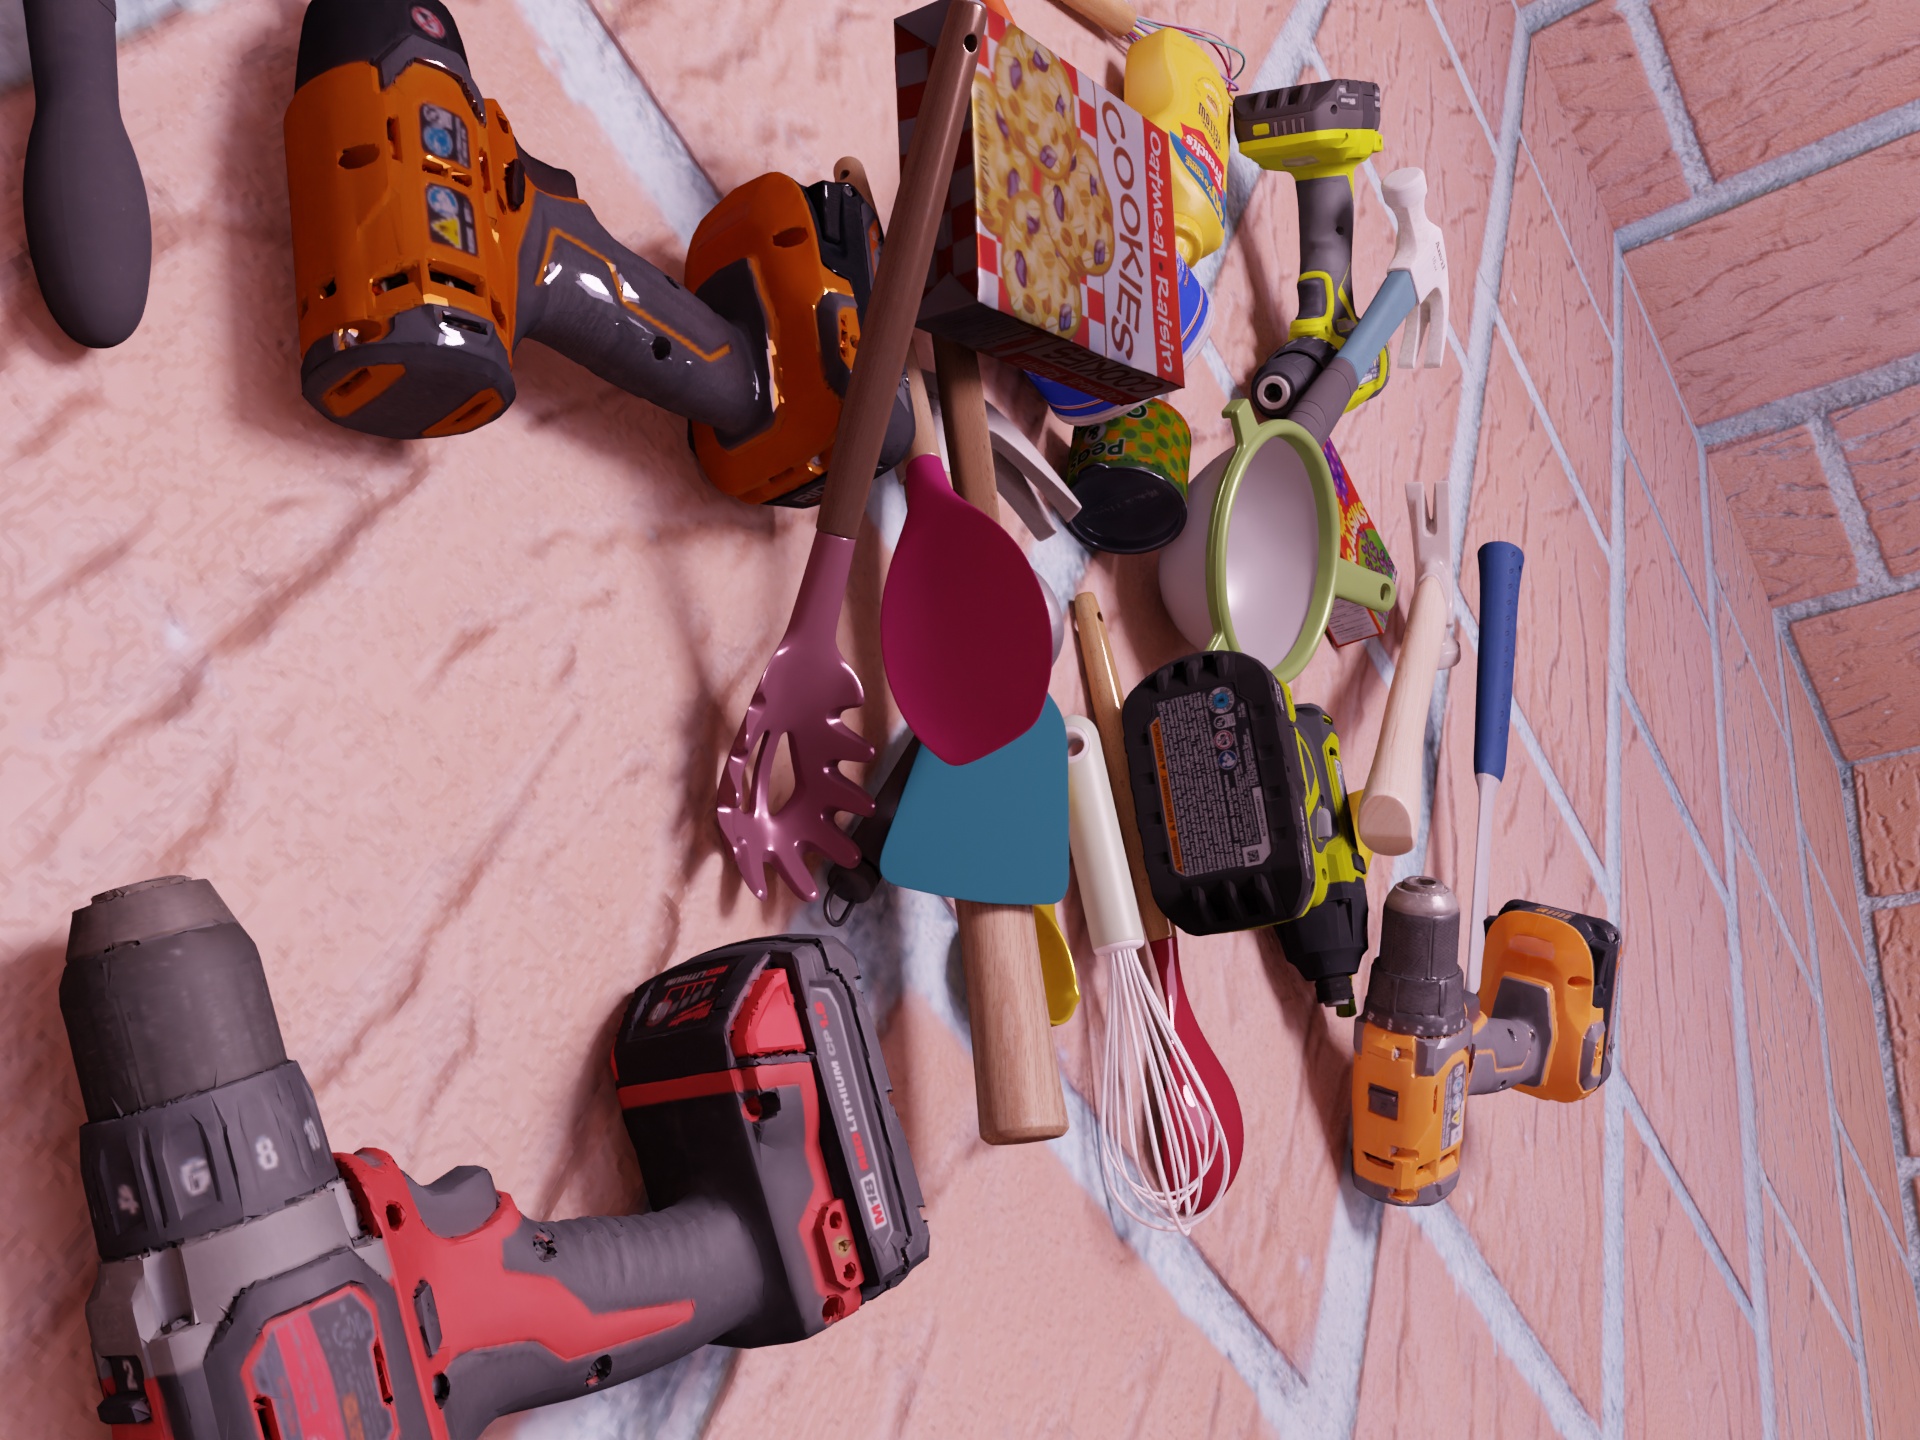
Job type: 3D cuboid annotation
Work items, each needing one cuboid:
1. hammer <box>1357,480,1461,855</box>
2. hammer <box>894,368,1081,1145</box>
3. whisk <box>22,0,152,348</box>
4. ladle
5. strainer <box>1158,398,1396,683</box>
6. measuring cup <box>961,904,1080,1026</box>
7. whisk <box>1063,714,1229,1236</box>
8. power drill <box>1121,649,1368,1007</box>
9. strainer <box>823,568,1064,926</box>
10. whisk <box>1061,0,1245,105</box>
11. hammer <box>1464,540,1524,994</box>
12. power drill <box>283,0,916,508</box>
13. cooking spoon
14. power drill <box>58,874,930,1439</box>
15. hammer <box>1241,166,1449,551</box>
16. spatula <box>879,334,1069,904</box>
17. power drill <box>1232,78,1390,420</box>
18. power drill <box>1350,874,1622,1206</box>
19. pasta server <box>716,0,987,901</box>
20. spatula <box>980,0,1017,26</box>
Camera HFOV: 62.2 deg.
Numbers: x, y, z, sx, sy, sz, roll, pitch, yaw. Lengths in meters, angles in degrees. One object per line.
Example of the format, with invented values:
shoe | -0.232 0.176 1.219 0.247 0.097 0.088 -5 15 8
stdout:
hammer | 0.298 -0.036 1.050 0.411 0.038 0.146 -51 136 -59
hammer | 0.006 0.002 0.646 0.130 0.031 0.332 7 64 -32
whisk | -0.248 -0.240 0.435 0.070 0.070 0.285 0 80 -55
ladle | 0.096 0.085 0.799 0.069 0.031 0.315 7 68 -54
strainer | 0.186 -0.092 0.951 0.256 0.069 0.151 6 90 -55
measuring cup | 0.026 0.073 0.714 0.062 0.029 0.157 48 29 -32
whisk | 0.076 0.114 0.742 0.059 0.058 0.246 39 38 -68
power drill | 0.166 0.060 0.844 0.223 0.080 0.171 27 52 -61
strainer | -0.001 -0.002 0.691 0.259 0.050 0.086 -59 138 -44
whisk | 0.126 -0.467 1.083 0.244 0.051 0.047 1 80 -52
hammer | 0.385 0.056 1.159 0.143 0.035 0.406 35 58 -43
power drill | -0.124 -0.166 0.557 0.226 0.084 0.164 6 70 -50
cooking spoon | -0.019 -0.120 0.636 0.017 0.069 0.319 33 35 -50
power drill | -0.121 0.119 0.433 0.226 0.080 0.188 -12 85 -53
hammer | 0.248 -0.222 1.055 0.331 0.033 0.128 -53 132 -28
spatula | 0.000 -0.082 0.650 0.082 0.044 0.318 10 58 -29
power drill | 0.246 -0.324 1.119 0.190 0.080 0.228 -30 118 -55
power drill | 0.312 0.168 0.951 0.226 0.084 0.185 -11 106 -43
pasta server | -0.033 -0.090 0.560 0.060 0.040 0.316 7 102 -39
spatula | 0.043 -0.372 0.921 0.081 0.041 0.322 -11 85 -57
